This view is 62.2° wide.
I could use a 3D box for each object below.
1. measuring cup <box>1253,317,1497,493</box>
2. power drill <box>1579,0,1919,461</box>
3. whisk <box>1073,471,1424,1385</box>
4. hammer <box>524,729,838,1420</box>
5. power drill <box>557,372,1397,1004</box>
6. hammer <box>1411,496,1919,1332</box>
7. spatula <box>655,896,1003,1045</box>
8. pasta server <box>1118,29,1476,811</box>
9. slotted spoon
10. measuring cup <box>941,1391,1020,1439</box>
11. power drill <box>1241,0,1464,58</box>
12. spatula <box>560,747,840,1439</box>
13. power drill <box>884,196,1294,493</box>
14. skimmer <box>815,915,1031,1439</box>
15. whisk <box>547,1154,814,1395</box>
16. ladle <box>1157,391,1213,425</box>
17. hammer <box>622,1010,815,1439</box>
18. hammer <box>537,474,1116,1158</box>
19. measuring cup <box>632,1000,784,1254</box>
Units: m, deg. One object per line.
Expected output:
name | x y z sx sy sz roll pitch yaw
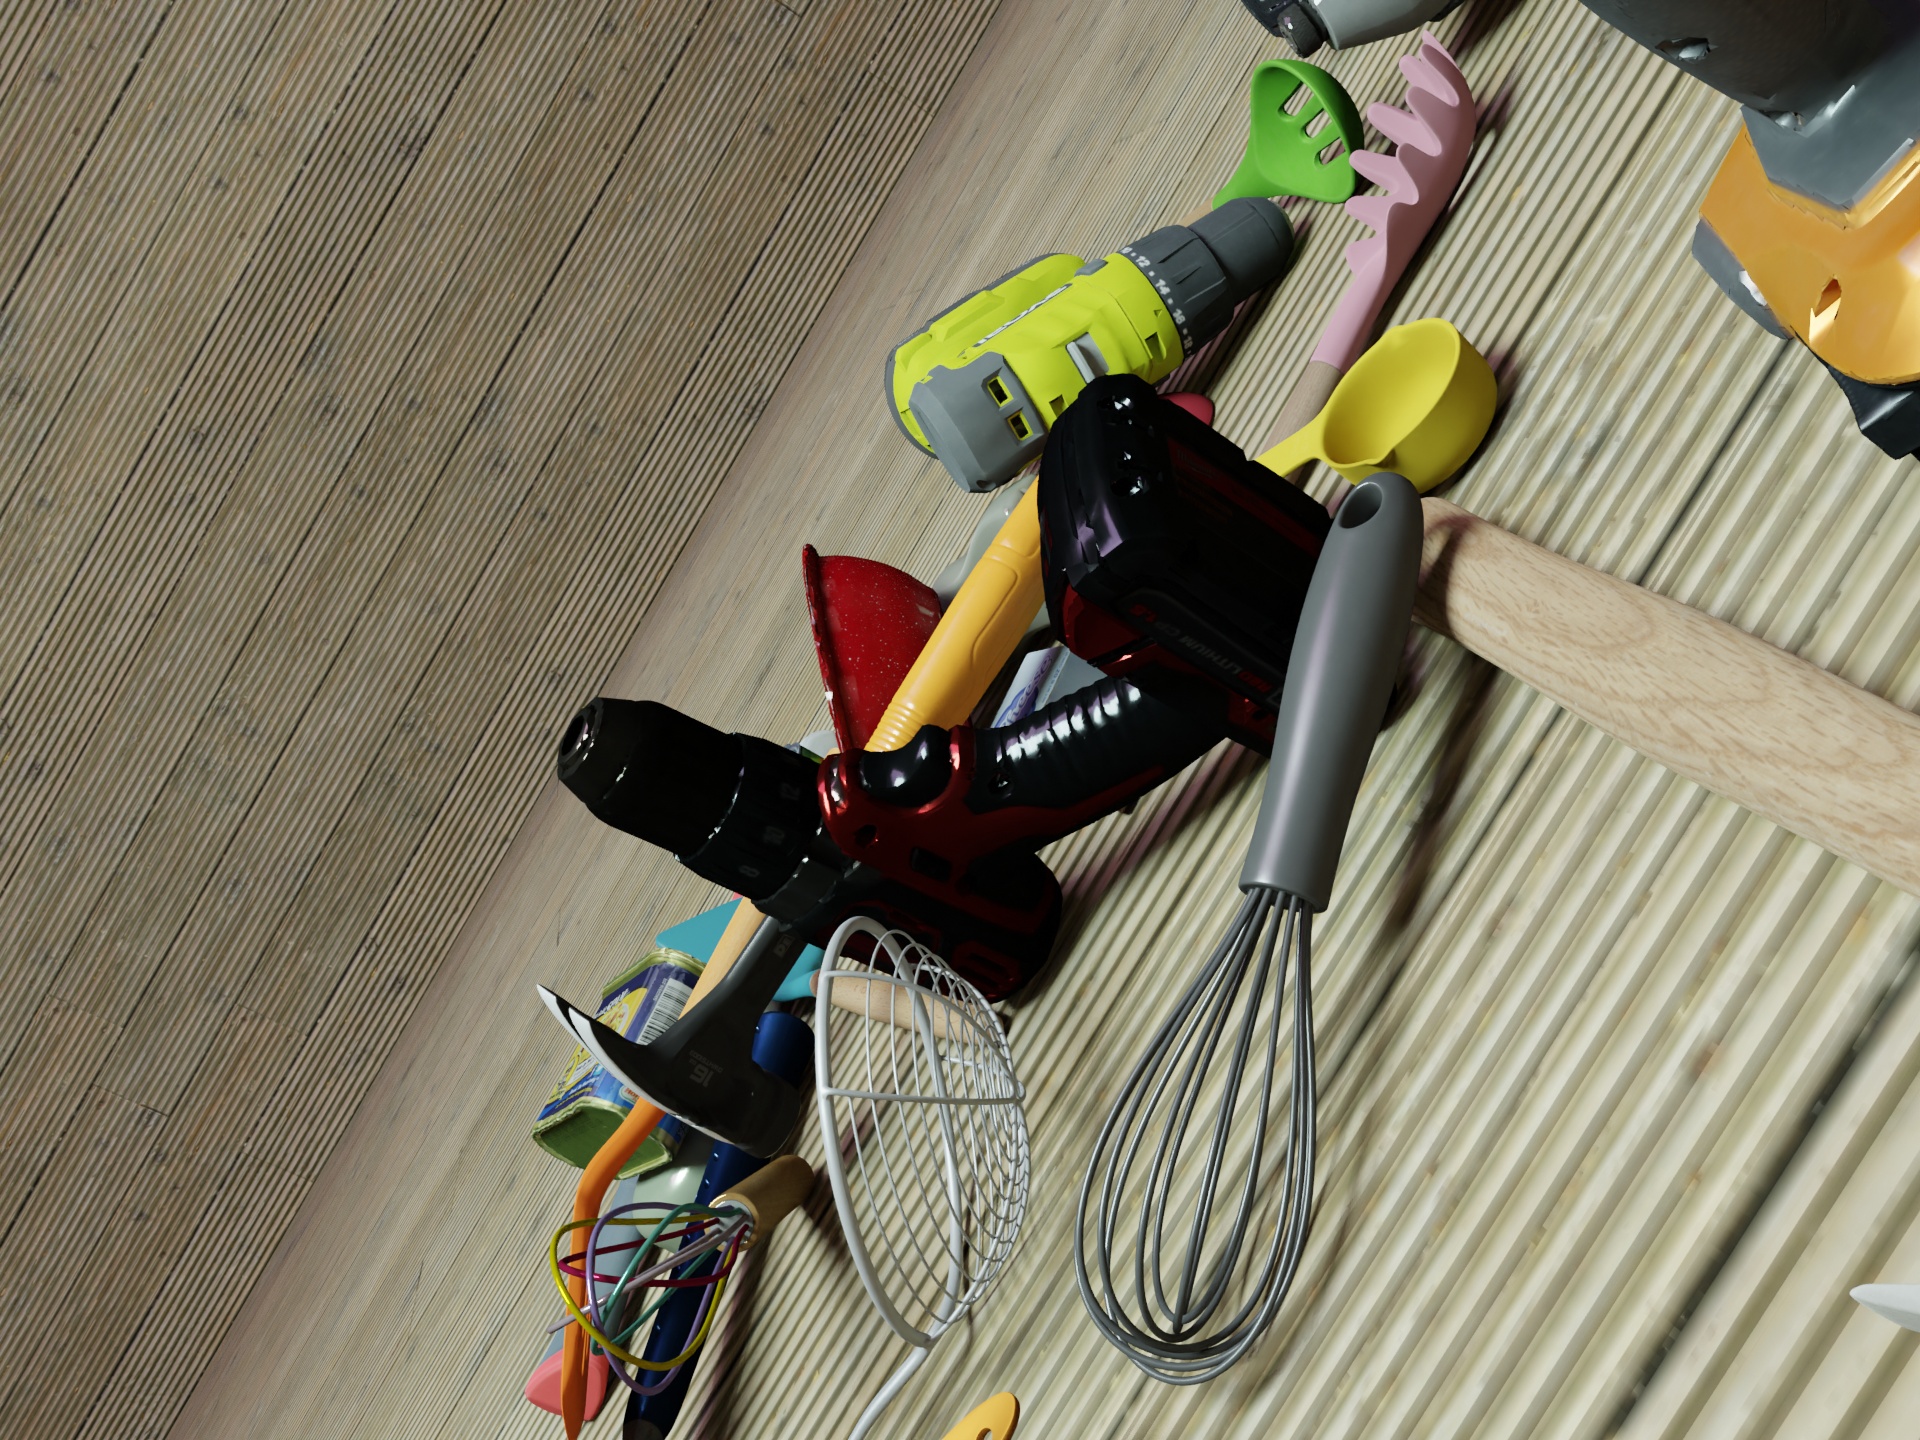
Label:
measuring cup | 0.116 -0.080 0.546 0.156 0.029 0.062 -32 34 47
power drill | 0.129 -0.128 0.270 0.084 0.226 0.186 -49 20 32
whisk | 0.080 0.043 0.401 0.055 0.055 0.239 -19 50 66
hammer | -0.153 0.187 0.888 0.143 0.038 0.387 -40 26 51
power drill | -0.001 -0.002 0.506 0.226 0.187 0.080 -42 33 33
hammer | 0.156 0.003 0.315 0.130 0.031 0.331 -57 17 10
spatula | -0.058 0.112 0.721 0.082 0.044 0.317 -21 5 -24
pasta server | 0.120 -0.112 0.599 0.316 0.040 0.060 -63 4 -5
slotted spoon | 0.124 -0.256 0.813 0.031 0.070 0.314 -38 7 -13
measuring cup | -0.019 0.238 0.396 0.173 0.052 0.095 -54 18 13
power drill | 0.184 -0.356 0.705 0.143 0.078 0.220 -36 26 13
spatula | -0.106 0.138 0.679 0.081 0.041 0.323 104 -171 -53
power drill | 0.053 -0.192 0.805 0.190 0.080 0.229 -34 16 -3
skimmer | -0.077 0.241 0.491 0.363 0.090 0.127 -63 -15 0
whisk | -0.087 0.176 0.556 0.245 0.047 0.051 44 -118 -80
ladle | 0.023 -0.067 0.826 0.315 0.031 0.069 -45 20 45
hammer | -0.128 0.287 0.612 0.406 0.035 0.144 -73 1 -47
hammer | -0.026 0.006 0.633 0.034 0.127 0.337 21 72 42
measuring cup | -0.121 0.183 0.795 0.083 0.038 0.168 -42 27 46
